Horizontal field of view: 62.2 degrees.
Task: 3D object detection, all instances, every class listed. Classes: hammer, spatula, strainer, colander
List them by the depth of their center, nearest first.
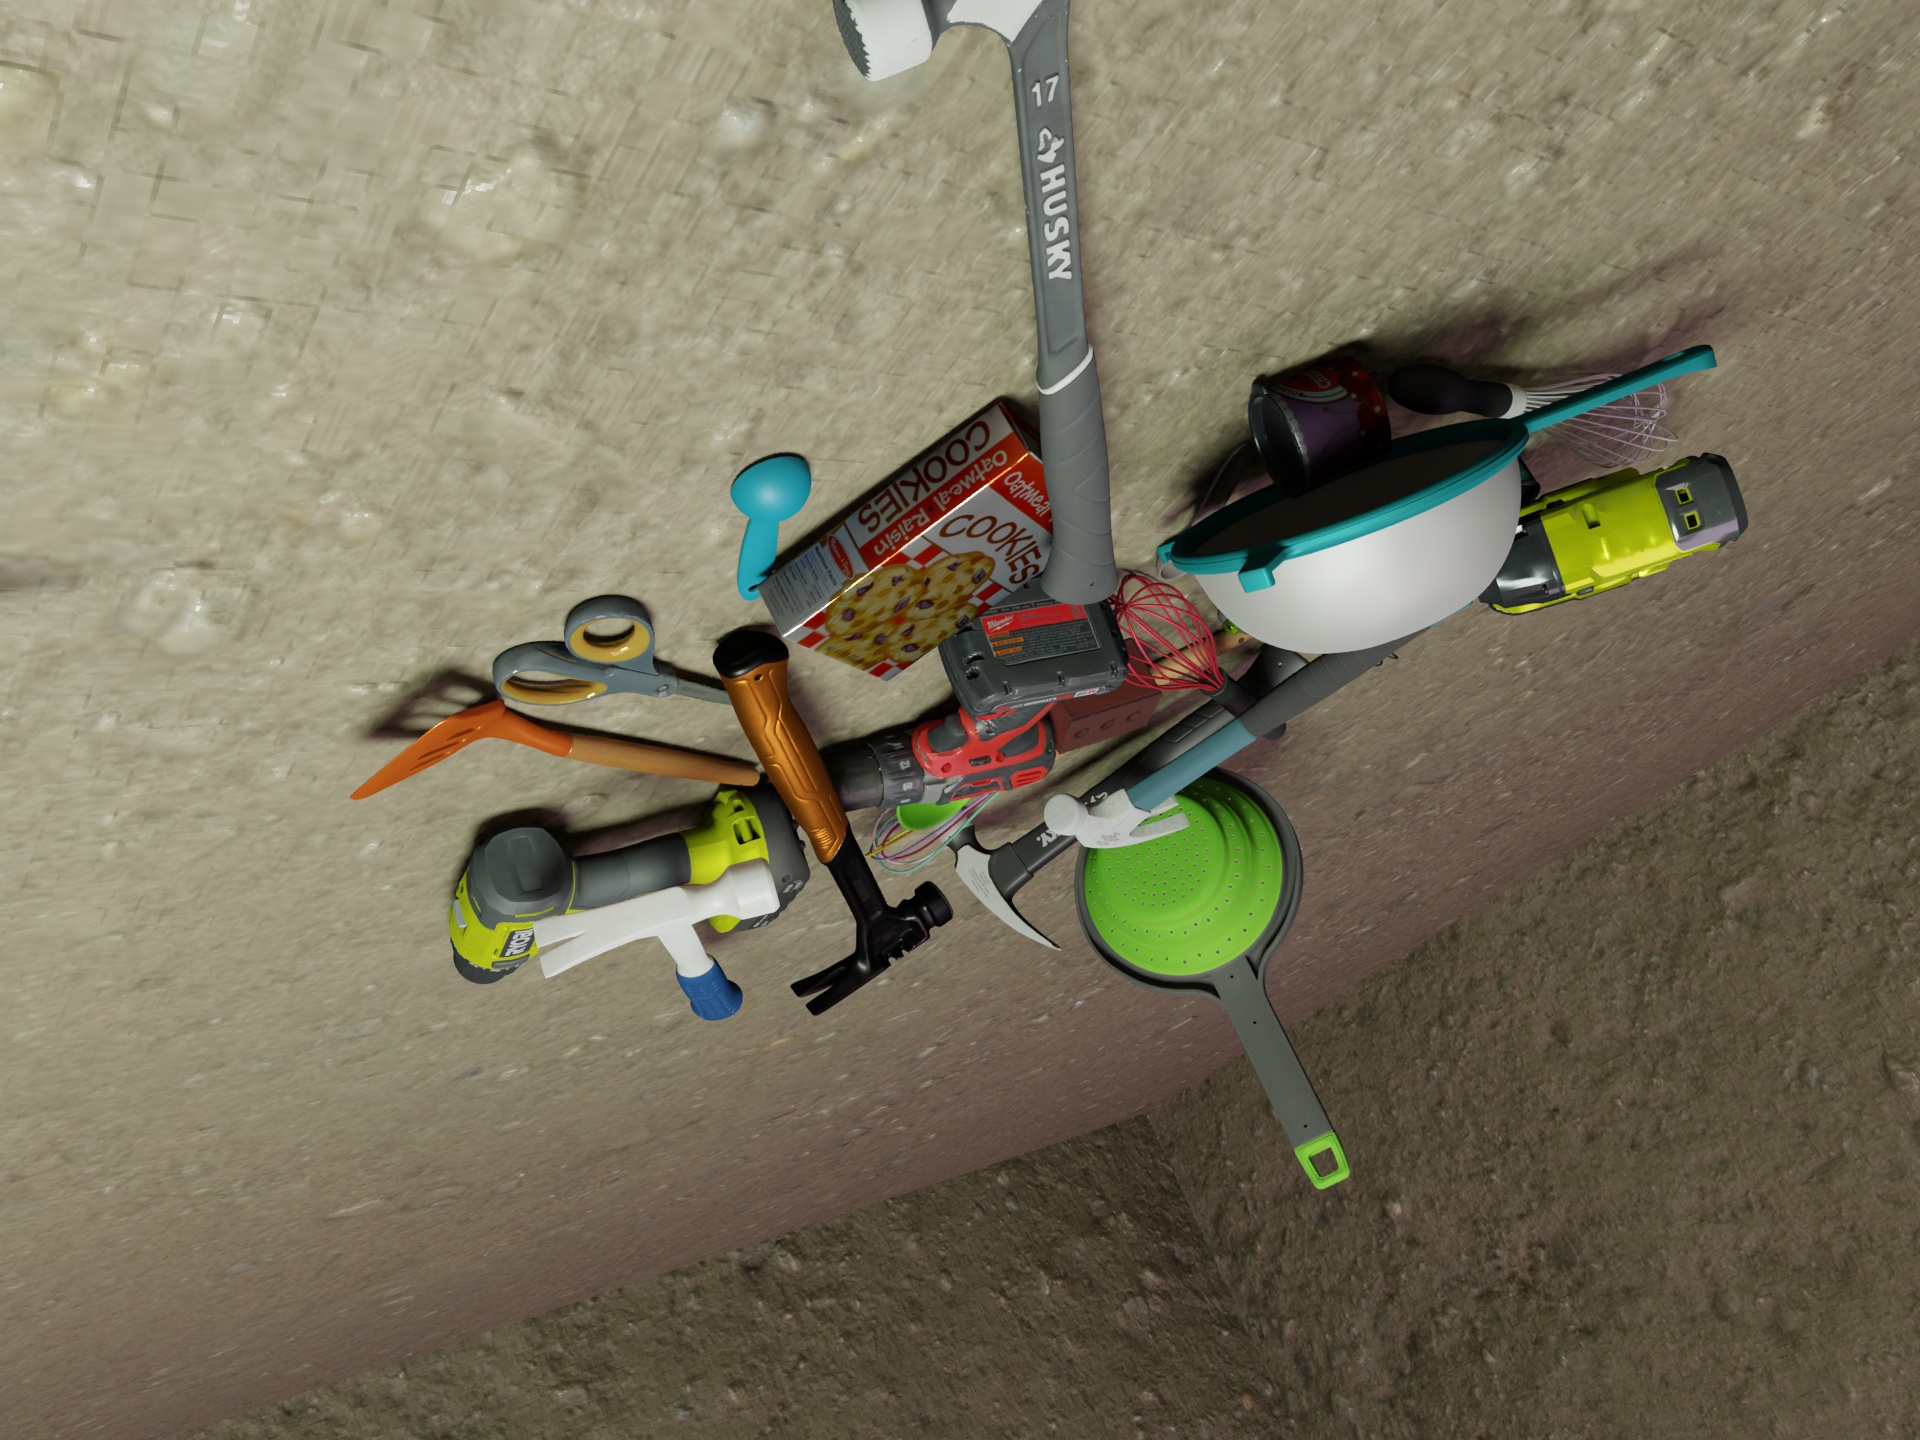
[{"bbox_3d":[0.050,-0.176,0.716,0.149,0.036,0.408,-25,150,-6],"label":"hammer"},{"bbox_3d":[0.295,-0.119,0.933,0.340,0.095,0.211,-22,-168,-3],"label":"strainer"},{"bbox_3d":[-0.217,0.025,0.949,0.081,0.041,0.322,-35,157,21],"label":"spatula"},{"bbox_3d":[-0.096,0.068,1.031,0.127,0.034,0.336,-35,140,-14],"label":"hammer"},{"bbox_3d":[-0.192,0.169,1.110,0.144,0.035,0.405,-14,164,-8],"label":"hammer"},{"bbox_3d":[0.220,-0.003,1.153,0.331,0.033,0.128,-36,152,20],"label":"hammer"},{"bbox_3d":[0.148,0.050,1.305,0.335,0.146,0.035,-36,160,5],"label":"hammer"},{"bbox_3d":[0.209,0.191,1.308,0.204,0.397,0.094,-30,152,12],"label":"colander"}]

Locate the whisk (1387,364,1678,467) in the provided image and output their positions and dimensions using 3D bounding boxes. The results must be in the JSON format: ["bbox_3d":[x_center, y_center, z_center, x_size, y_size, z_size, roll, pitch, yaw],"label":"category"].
[{"bbox_3d":[0.379,-0.206,1.044,0.284,0.070,0.070,-2,149,-36],"label":"whisk"}]

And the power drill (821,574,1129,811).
[{"bbox_3d":[-0.002,-0.003,1.072,0.188,0.080,0.226,-11,158,-22],"label":"power drill"}]

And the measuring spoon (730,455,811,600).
[{"bbox_3d":[-0.101,-0.091,0.832,0.042,0.021,0.128,-17,157,-21],"label":"measuring spoon"}]

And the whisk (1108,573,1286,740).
[{"bbox_3d":[0.176,-0.034,1.156,0.073,0.073,0.295,-33,149,19],"label":"whisk"}]

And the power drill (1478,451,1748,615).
[{"bbox_3d":[0.403,-0.116,1.047,0.171,0.080,0.223,-19,179,17],"label":"power drill"}]

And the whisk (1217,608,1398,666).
[{"bbox_3d":[0.277,-0.071,1.254,0.238,0.055,0.055,5,144,-45],"label":"whisk"}]

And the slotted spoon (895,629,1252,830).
[{"bbox_3d":[0.088,-0.002,1.229,0.314,0.031,0.070,-27,137,-3],"label":"slotted spoon"}]

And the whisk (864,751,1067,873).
[{"bbox_3d":[0.029,0.049,1.267,0.245,0.051,0.047,-31,152,6],"label":"whisk"}]

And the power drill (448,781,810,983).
[{"bbox_3d":[-0.236,0.119,1.096,0.228,0.080,0.190,-10,158,-29],"label":"power drill"}]

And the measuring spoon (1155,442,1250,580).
[{"bbox_3d":[0.155,-0.137,1.023,0.034,0.018,0.124,-15,149,-29],"label":"measuring spoon"}]
